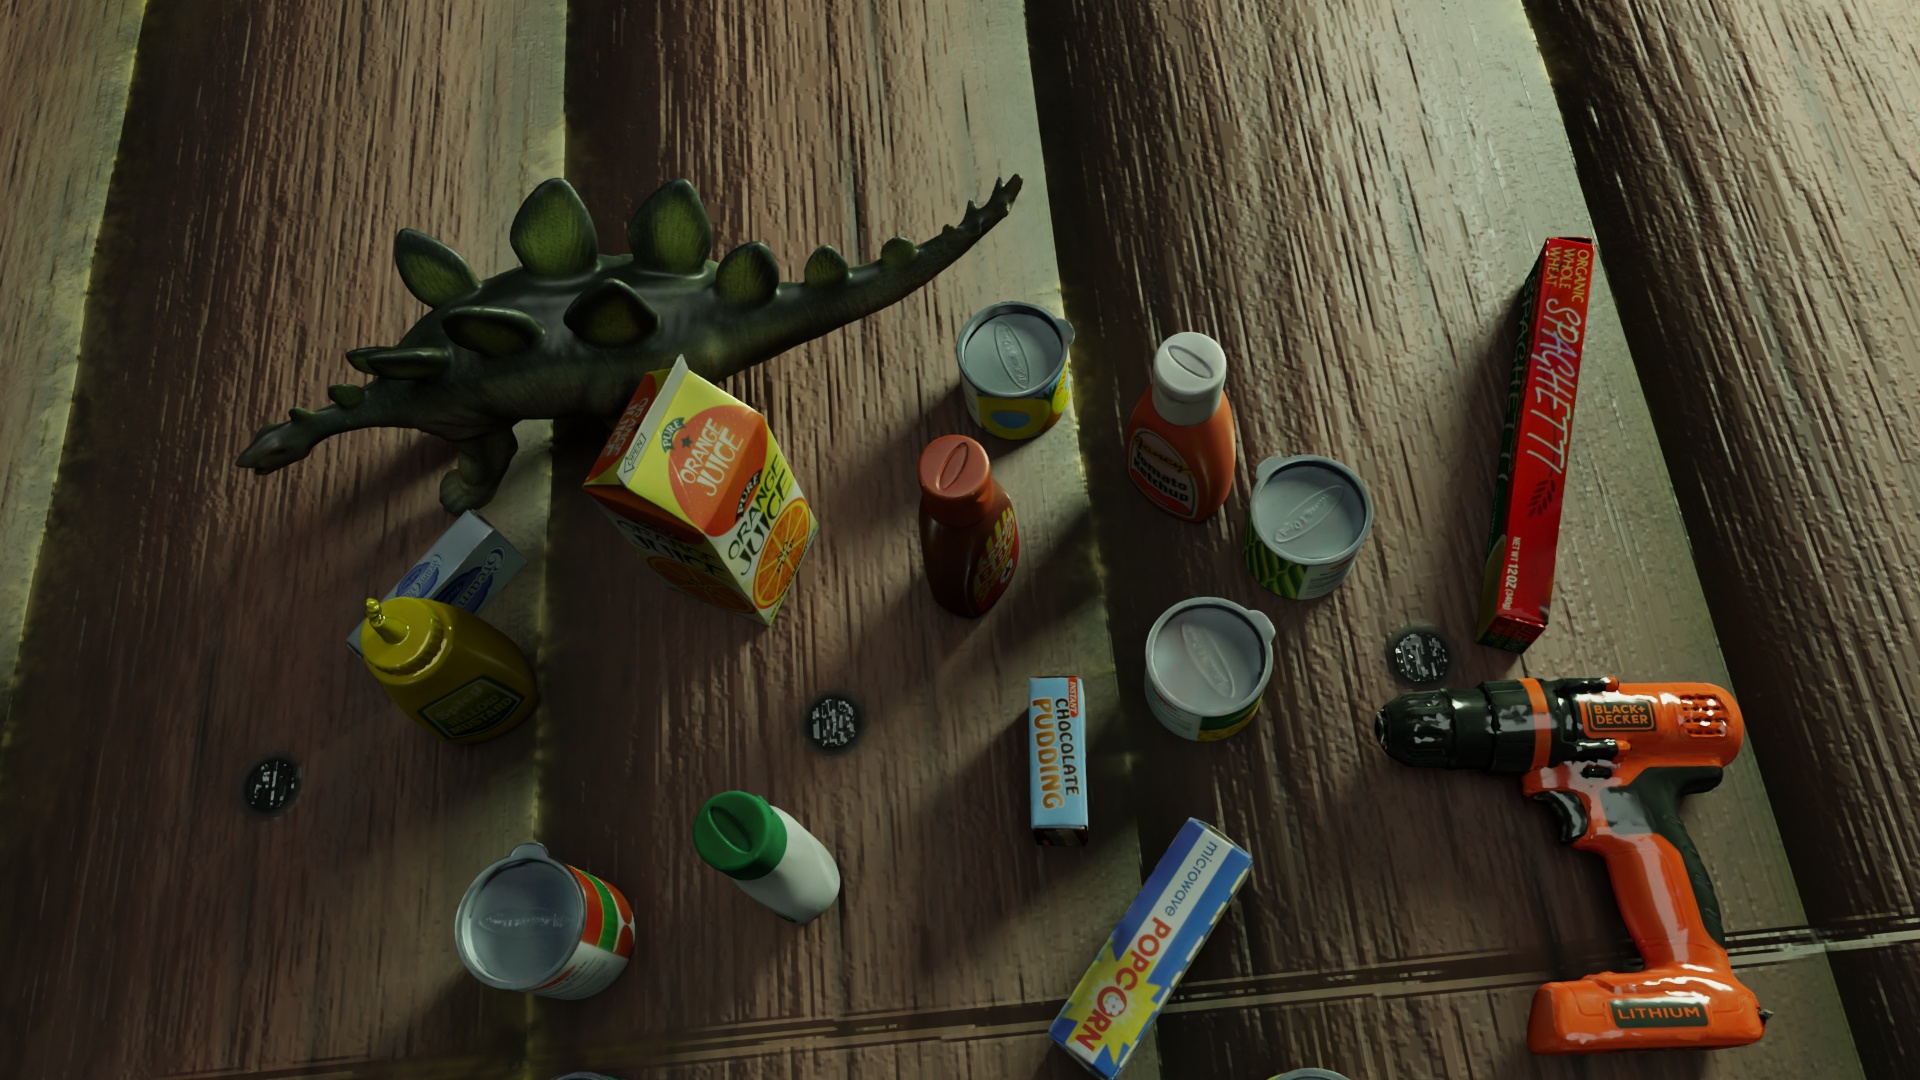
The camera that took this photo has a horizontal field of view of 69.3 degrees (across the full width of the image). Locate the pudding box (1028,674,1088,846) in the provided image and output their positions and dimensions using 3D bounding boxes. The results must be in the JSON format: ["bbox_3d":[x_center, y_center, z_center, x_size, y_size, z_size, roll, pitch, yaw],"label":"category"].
[{"bbox_3d":[0.053,0.119,0.749,0.030,0.049,0.084,-2,67,5],"label":"pudding box"}]

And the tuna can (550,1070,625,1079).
[{"bbox_3d":[-0.189,0.307,0.705,0.071,0.032,0.071,-2,67,5],"label":"tuna can"}]

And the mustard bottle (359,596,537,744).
[{"bbox_3d":[-0.282,0.066,0.746,0.065,0.159,0.049,-31,68,-7],"label":"mustard bottle"}]

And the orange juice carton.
[{"bbox_3d":[-0.140,-0.026,0.752,0.073,0.192,0.072,20,71,13],"label":"orange juice carton"}]

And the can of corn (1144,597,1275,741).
[{"bbox_3d":[0.136,0.070,0.757,0.071,0.058,0.071,-2,67,5],"label":"can of corn"}]

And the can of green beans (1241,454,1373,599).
[{"bbox_3d":[0.194,-0.007,0.784,0.071,0.057,0.071,-2,67,5],"label":"can of green beans"}]

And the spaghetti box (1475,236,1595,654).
[{"bbox_3d":[0.330,-0.060,0.796,0.029,0.050,0.251,12,69,11],"label":"spaghetti box"}]

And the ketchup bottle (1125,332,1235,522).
[{"bbox_3d":[0.123,-0.063,0.765,0.065,0.148,0.043,38,76,18],"label":"ketchup bottle"}]

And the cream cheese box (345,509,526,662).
[{"bbox_3d":[-0.307,0.035,0.819,0.024,0.053,0.104,34,75,18],"label":"cream cheese box"}]

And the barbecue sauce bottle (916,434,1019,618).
[{"bbox_3d":[0.003,-0.009,0.755,0.044,0.148,0.065,24,72,15],"label":"barbecue sauce bottle"}]

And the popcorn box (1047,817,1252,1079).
[{"bbox_3d":[0.095,0.206,0.690,0.038,0.085,0.127,33,74,17],"label":"popcorn box"}]

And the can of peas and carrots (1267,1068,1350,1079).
[{"bbox_3d":[0.169,0.288,0.662,0.071,0.058,0.071,-2,67,5],"label":"can of peas and carrots"}]

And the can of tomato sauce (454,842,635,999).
[{"bbox_3d":[-0.214,0.201,0.724,0.071,0.082,0.071,-2,68,5],"label":"can of tomato sauce"}]

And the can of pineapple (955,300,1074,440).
[{"bbox_3d":[0.035,-0.102,0.839,0.071,0.057,0.071,-2,67,5],"label":"can of pineapple"}]

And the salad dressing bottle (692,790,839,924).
[{"bbox_3d":[-0.097,0.157,0.696,0.044,0.147,0.064,-43,70,-11],"label":"salad dressing bottle"}]
